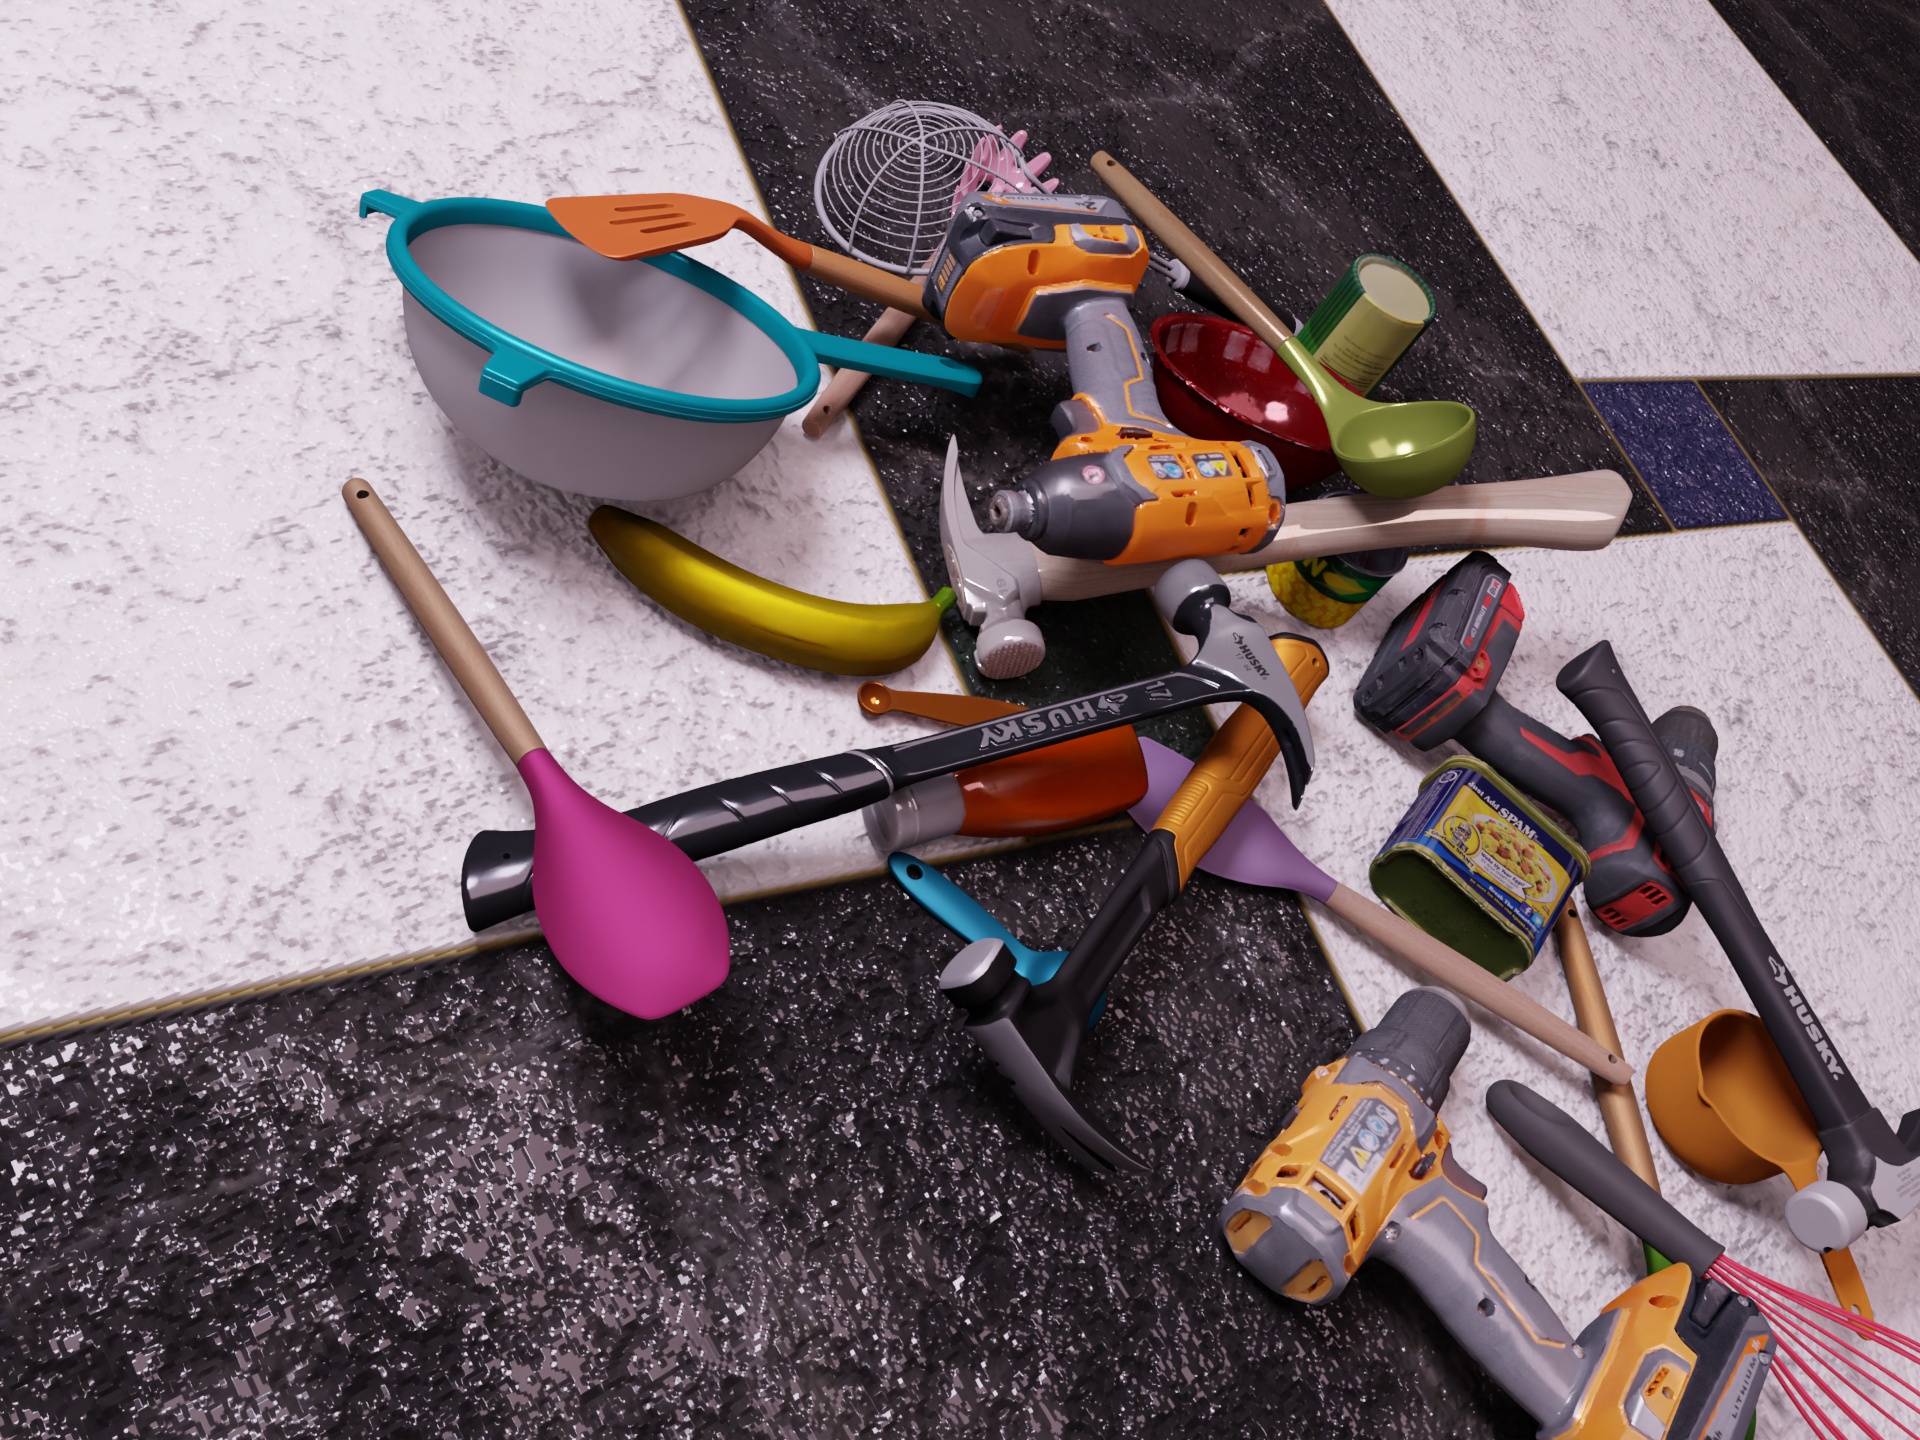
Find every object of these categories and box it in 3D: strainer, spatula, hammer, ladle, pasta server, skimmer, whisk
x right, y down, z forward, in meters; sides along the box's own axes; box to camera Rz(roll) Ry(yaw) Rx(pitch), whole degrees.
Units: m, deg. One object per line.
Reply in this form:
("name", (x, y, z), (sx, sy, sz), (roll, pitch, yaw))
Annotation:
("strainer", (-0.134, -0.169, 0.827), (0.340, 0.095, 0.211), (0, 38, -41))
("spatula", (0.219, 0.108, 0.851), (0.316, 0.018, 0.060), (32, 55, 2))
("hammer", (0.424, 0.105, 0.870), (0.146, 0.035, 0.335), (-11, 69, -34))
("hammer", (-0.023, 0.024, 0.732), (0.409, 0.036, 0.149), (-16, 51, -20))
("hammer", (0.192, -0.116, 0.917), (0.410, 0.038, 0.146), (-8, 61, -12))
("ladle", (0.178, -0.246, 0.938), (0.078, 0.062, 0.320), (-30, 66, -19))
("pasta server", (-0.019, -0.274, 0.986), (0.060, 0.040, 0.316), (40, 50, -13))
("skimmer", (0.078, -0.293, 1.025), (0.363, 0.090, 0.127), (13, 58, -39))
("whisk", (0.373, 0.273, 0.755), (0.073, 0.073, 0.296), (-23, 49, -36))
("hammer", (0.115, 0.065, 0.797), (0.127, 0.034, 0.337), (54, 48, -14))
("spatula", (-0.073, -0.243, 0.888), (0.322, 0.041, 0.081), (7, 28, -45))

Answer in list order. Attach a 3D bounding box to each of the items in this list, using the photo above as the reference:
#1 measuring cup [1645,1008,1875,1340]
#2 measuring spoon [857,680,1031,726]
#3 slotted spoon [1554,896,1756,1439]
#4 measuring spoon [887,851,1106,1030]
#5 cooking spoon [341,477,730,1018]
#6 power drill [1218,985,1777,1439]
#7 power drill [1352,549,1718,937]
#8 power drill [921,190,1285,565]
("measuring cup", (0.428, 0.244, 0.849), (0.095, 0.052, 0.174), (1, 60, -26))
("measuring spoon", (-0.001, -0.003, 0.832), (0.116, 0.011, 0.021), (9, 54, -25))
("slotted spoon", (0.353, 0.231, 0.837), (0.070, 0.031, 0.314), (7, 54, -13))
("measuring spoon", (0.019, 0.101, 0.762), (0.128, 0.021, 0.042), (38, 50, 1))
("cooking spoon", (-0.198, -0.001, 0.690), (0.069, 0.017, 0.319), (-27, 62, -26))
("power drill", (0.254, 0.240, 0.742), (0.226, 0.084, 0.185), (38, 49, 14))
("power drill", (0.367, 0.002, 0.968), (0.226, 0.080, 0.188), (40, 48, -1))
("power drill", (0.060, -0.180, 0.857), (0.164, 0.084, 0.227), (-8, 61, -28))
